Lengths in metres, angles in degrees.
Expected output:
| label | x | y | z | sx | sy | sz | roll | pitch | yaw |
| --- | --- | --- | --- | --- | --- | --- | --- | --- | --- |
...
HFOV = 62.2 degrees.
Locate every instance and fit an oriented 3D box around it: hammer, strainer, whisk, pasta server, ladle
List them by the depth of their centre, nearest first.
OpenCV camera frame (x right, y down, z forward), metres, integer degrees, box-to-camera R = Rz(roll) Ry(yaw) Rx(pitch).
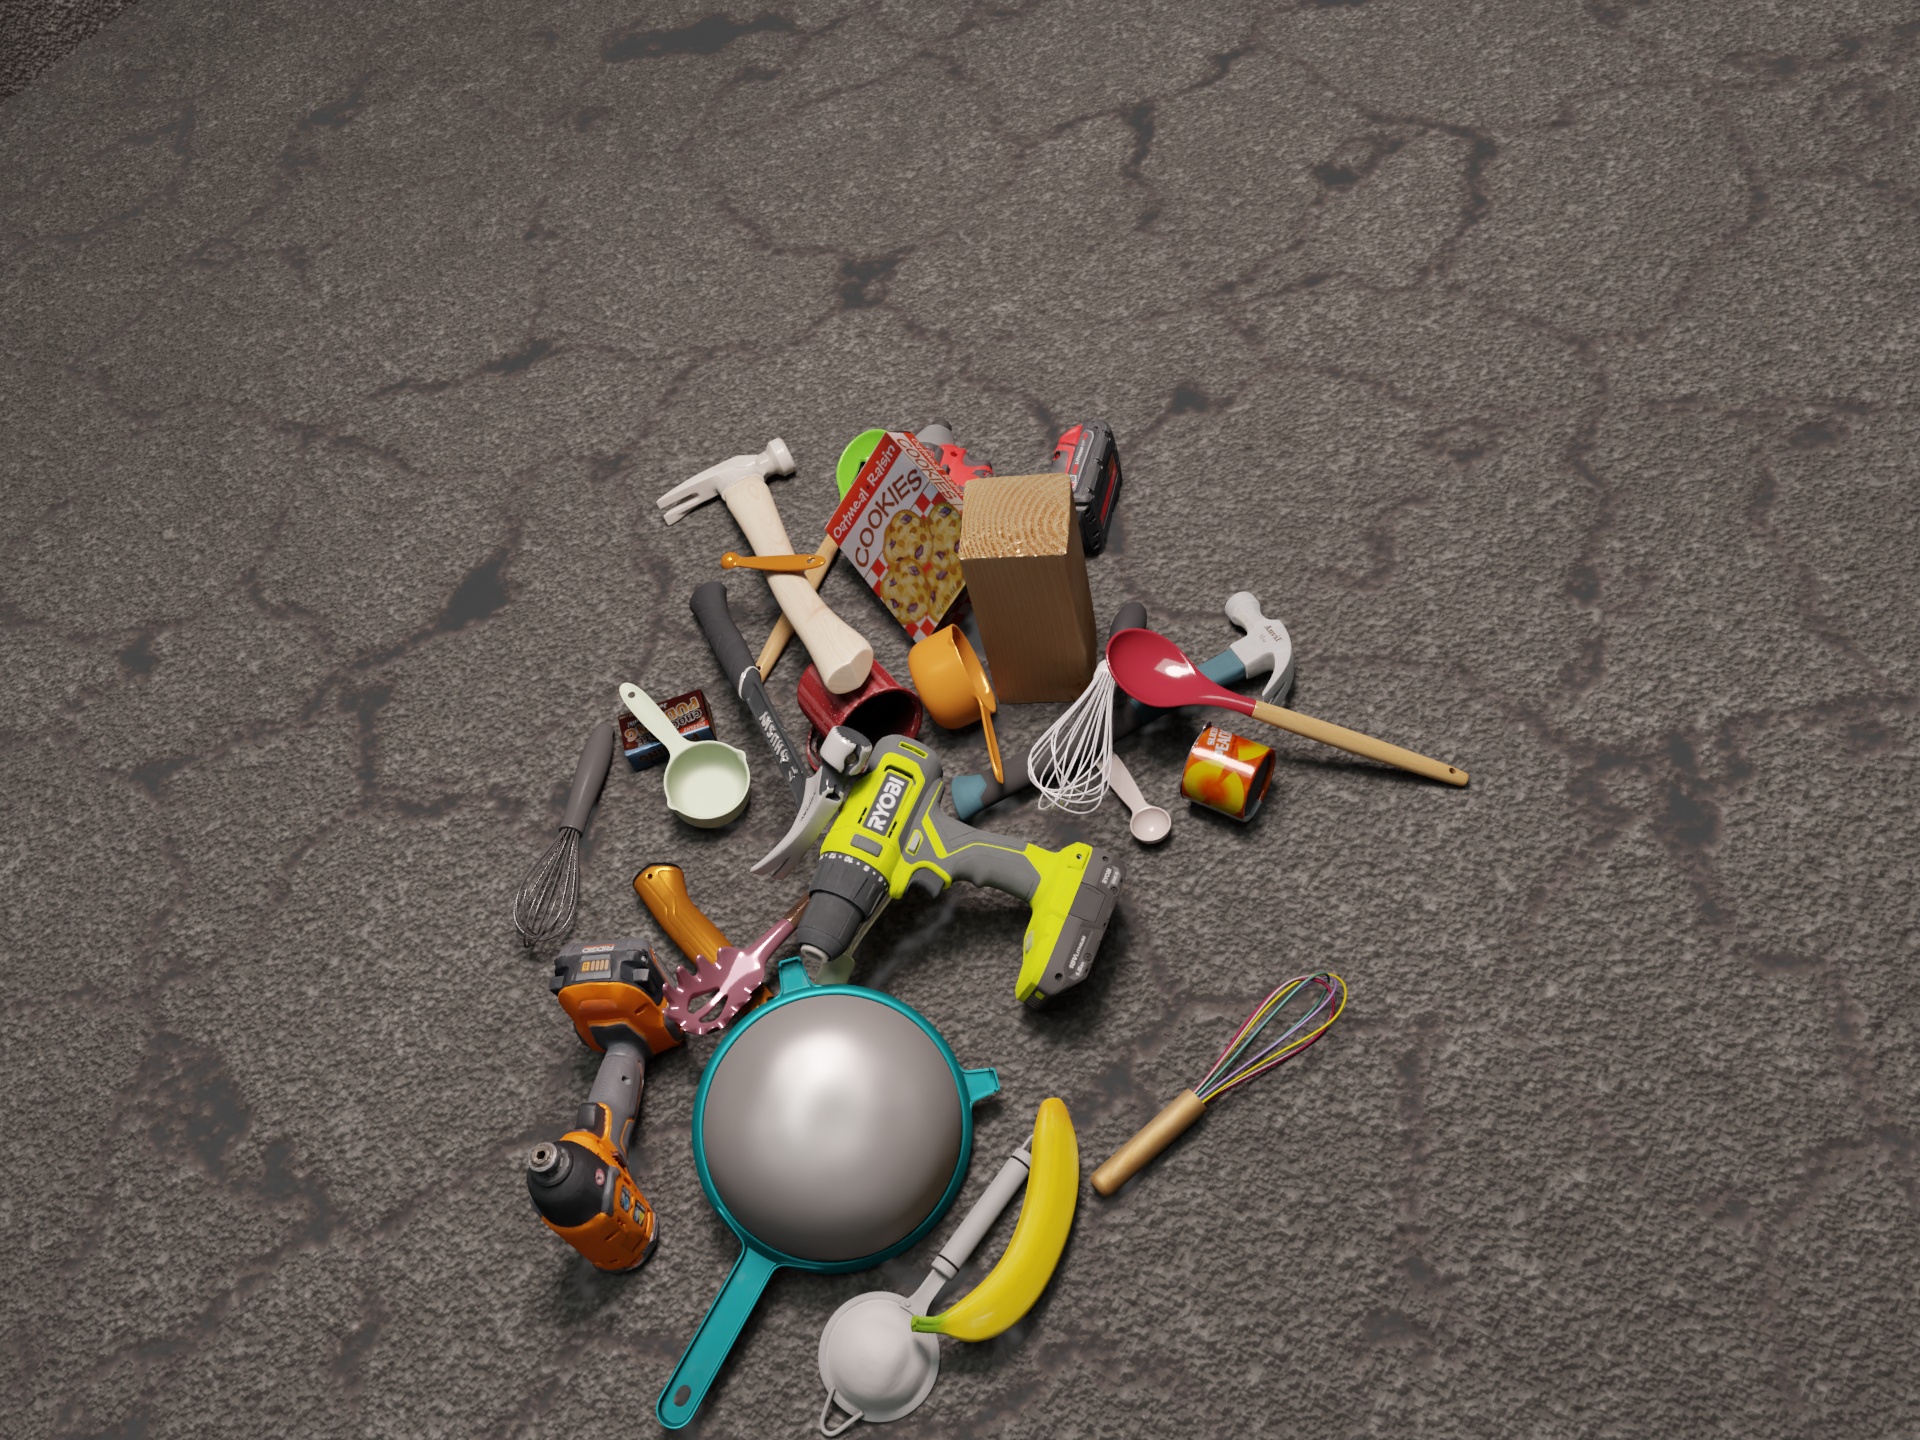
| label | x | y | z | sx | sy | sz | roll | pitch | yaw |
| --- | --- | --- | --- | --- | --- | --- | --- | --- | --- |
| strainer | -0.122 | 0.346 | 1.138 | 0.211 | 0.095 | 0.340 | 29 | 72 | 3 |
| strainer | -0.017 | 0.401 | 1.148 | 0.087 | 0.050 | 0.258 | 35 | 65 | 13 |
| whisk | 0.195 | 0.270 | 1.188 | 0.245 | 0.051 | 0.047 | -39 | 62 | -11 |
| whisk | -0.092 | 0.183 | 1.274 | 0.059 | 0.057 | 0.246 | 6 | 59 | 27 |
| hammer | -0.176 | 0.235 | 1.301 | 0.127 | 0.034 | 0.337 | -38 | 56 | -15 |
| ladle | 0.268 | -0.003 | 1.318 | 0.315 | 0.031 | 0.069 | 19 | 61 | 4 |
| pasta server | -0.124 | 0.148 | 1.319 | 0.060 | 0.040 | 0.316 | 37 | 59 | 17 |
| whisk | 0.116 | -0.020 | 1.341 | 0.070 | 0.070 | 0.285 | 7 | 39 | 17 |
| hammer | 0.140 | -0.001 | 1.385 | 0.331 | 0.033 | 0.128 | -26 | 44 | -4 |
| hammer | -0.182 | -0.018 | 1.403 | 0.149 | 0.036 | 0.409 | -60 | 33 | 17 |
| whisk | -0.351 | 0.098 | 1.429 | 0.055 | 0.055 | 0.239 | 0 | 53 | 13 |
| hammer | -0.178 | -0.143 | 1.503 | 0.146 | 0.038 | 0.411 | -27 | 40 | -5 |

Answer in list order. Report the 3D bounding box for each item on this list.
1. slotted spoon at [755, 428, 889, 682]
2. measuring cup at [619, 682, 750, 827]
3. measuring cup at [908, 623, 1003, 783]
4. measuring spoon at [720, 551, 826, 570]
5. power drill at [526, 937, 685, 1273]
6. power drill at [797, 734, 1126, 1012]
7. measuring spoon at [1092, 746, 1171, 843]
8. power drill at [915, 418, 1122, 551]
| label | x | y | z | sx | sy | sz | roll | pitch | yaw |
| --- | --- | --- | --- | --- | --- | --- | --- | --- | --- |
| slotted spoon | -0.136 | -0.162 | 1.571 | 0.070 | 0.031 | 0.314 | 14 | 62 | 21 |
| measuring cup | -0.255 | 0.030 | 1.439 | 0.083 | 0.038 | 0.168 | -37 | 68 | -18 |
| measuring cup | -0.002 | -0.004 | 1.389 | 0.052 | 0.095 | 0.174 | -24 | 49 | 12 |
| measuring spoon | -0.175 | -0.149 | 1.472 | 0.117 | 0.011 | 0.021 | 4 | 48 | 29 |
| power drill | -0.274 | 0.283 | 1.211 | 0.084 | 0.164 | 0.227 | -7 | 53 | 9 |
| power drill | -0.003 | 0.136 | 1.251 | 0.228 | 0.080 | 0.191 | 25 | 62 | 1 |
| measuring spoon | 0.143 | 0.062 | 1.363 | 0.034 | 0.018 | 0.124 | -27 | 48 | -5 |
| power drill | 0.039 | -0.235 | 1.554 | 0.220 | 0.078 | 0.143 | 5 | 57 | 20 |
